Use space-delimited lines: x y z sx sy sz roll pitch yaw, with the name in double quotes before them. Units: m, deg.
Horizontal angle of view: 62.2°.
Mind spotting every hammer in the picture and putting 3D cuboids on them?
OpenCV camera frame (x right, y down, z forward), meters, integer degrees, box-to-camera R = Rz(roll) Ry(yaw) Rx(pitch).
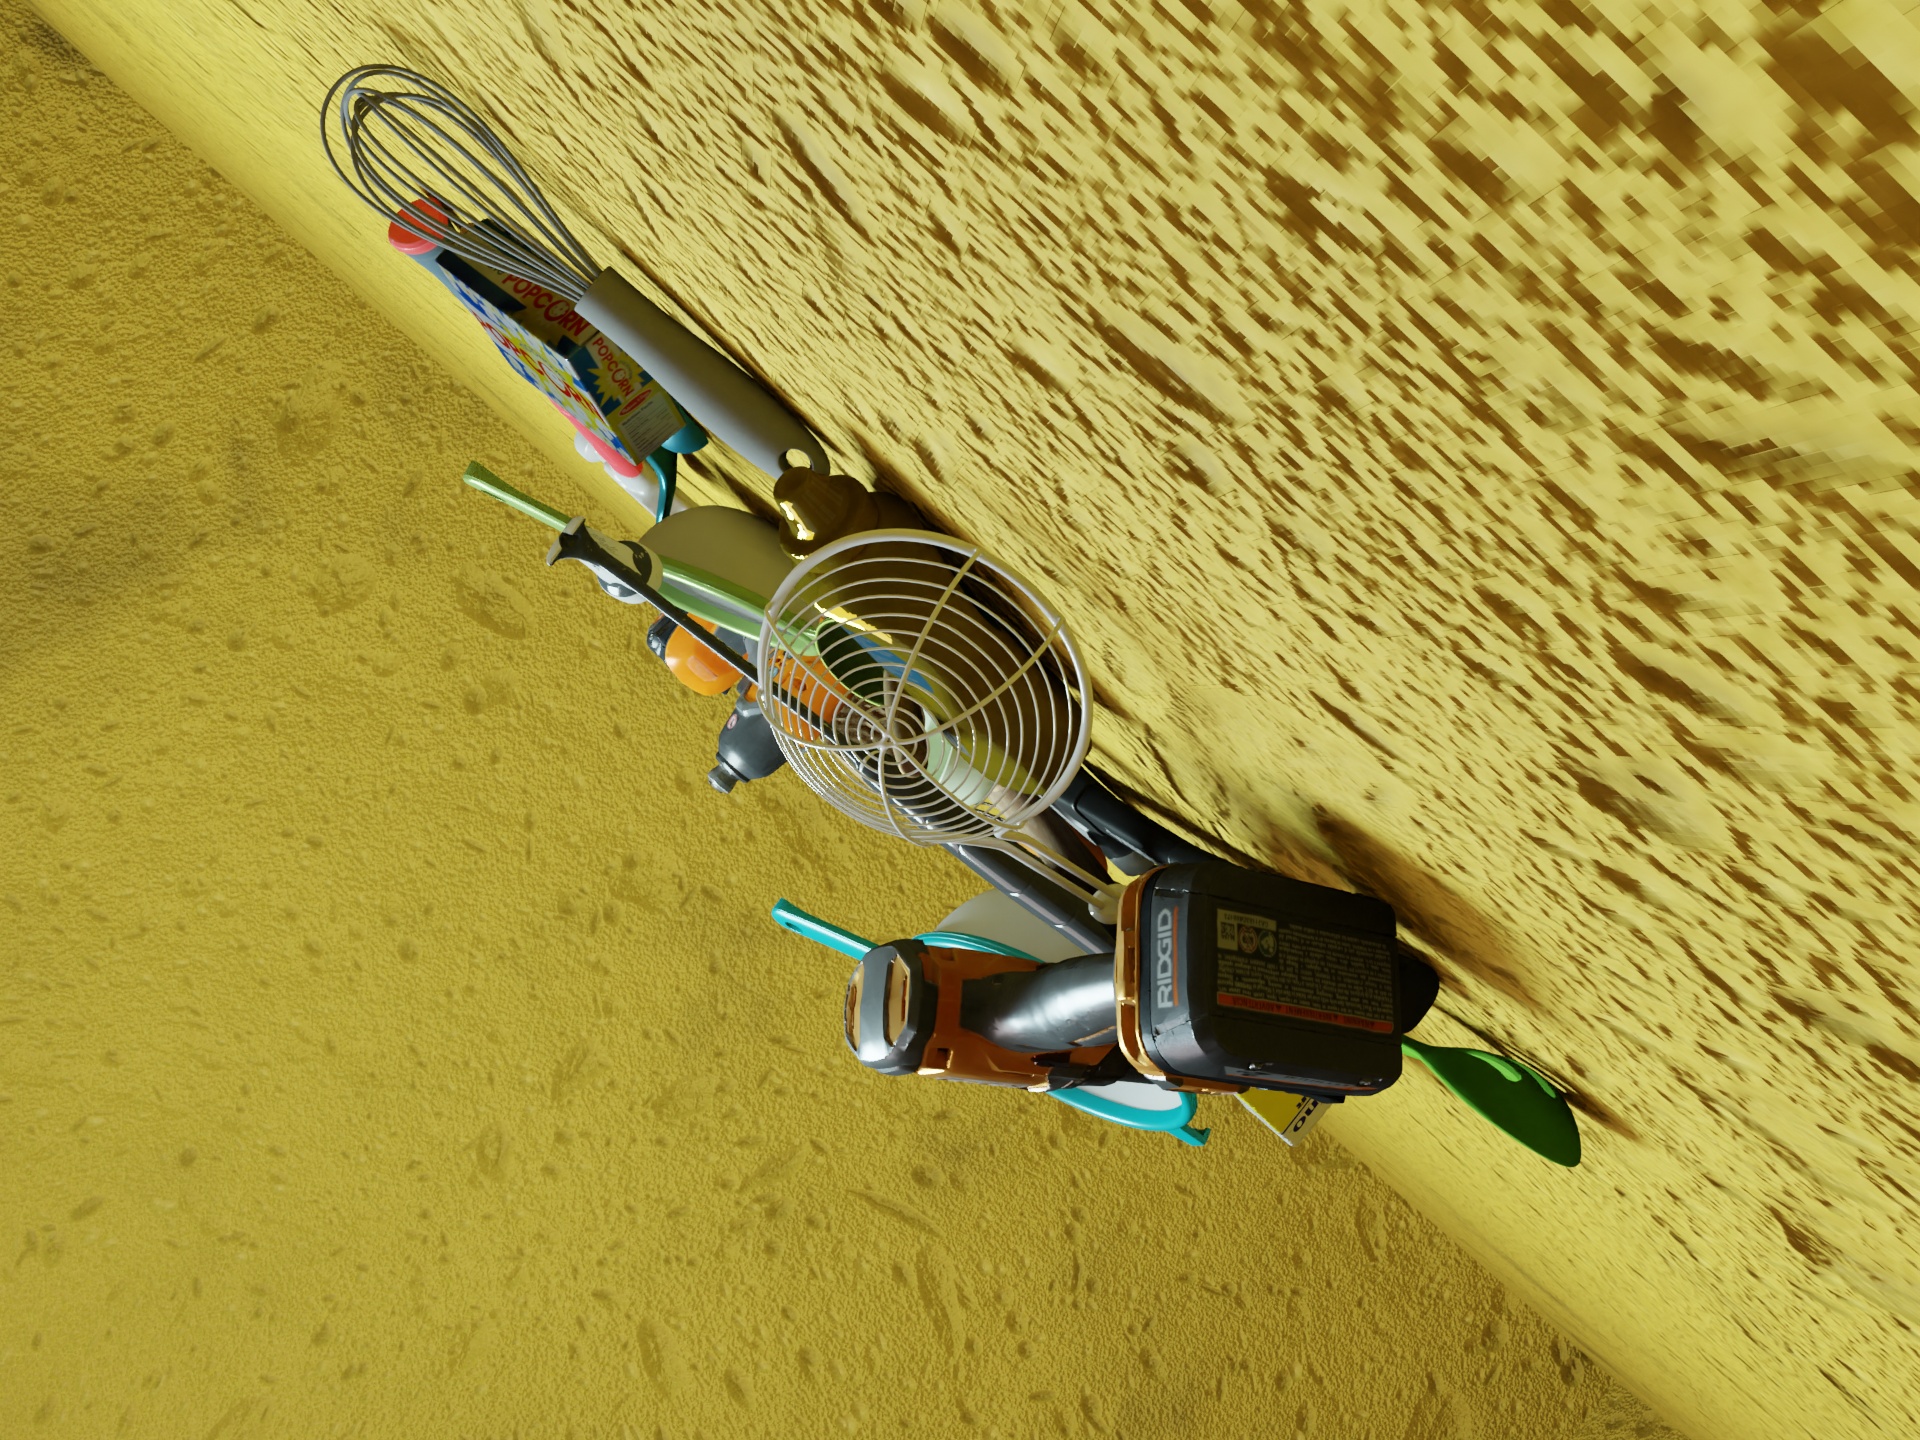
"hammer" 0.100 0.128 1.085 0.130 0.031 0.331 0 143 38
"hammer" 0.122 0.075 0.810 0.146 0.035 0.335 42 175 -26
"hammer" -0.060 0.014 0.868 0.409 0.036 0.149 36 180 10
"hammer" -0.270 -0.227 1.084 0.143 0.038 0.386 42 175 16

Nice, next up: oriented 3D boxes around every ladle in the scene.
"ladle" -0.041 -0.010 0.839 0.078 0.062 0.320 42 -173 -12

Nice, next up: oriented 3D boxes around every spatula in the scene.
"spatula" -0.236 -0.202 1.008 0.044 0.082 0.317 1 156 18

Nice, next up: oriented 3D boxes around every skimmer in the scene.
"skimmer" 0.043 0.037 0.689 0.363 0.127 0.090 38 -136 -56

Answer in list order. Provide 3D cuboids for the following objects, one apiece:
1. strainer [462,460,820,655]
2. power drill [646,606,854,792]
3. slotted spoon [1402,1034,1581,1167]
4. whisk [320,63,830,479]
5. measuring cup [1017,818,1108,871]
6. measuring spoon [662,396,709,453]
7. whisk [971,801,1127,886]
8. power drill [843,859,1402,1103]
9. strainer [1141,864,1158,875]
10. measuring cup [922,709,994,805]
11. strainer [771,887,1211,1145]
"strainer" -0.193 -0.124 1.044 0.256 0.069 0.151 27 172 -22
"power drill" -0.162 -0.041 1.225 0.084 0.164 0.227 43 177 -35
"slotted spoon" 0.177 0.139 0.796 0.070 0.031 0.314 20 -179 -35
"whisk" -0.148 -0.170 0.637 0.238 0.055 0.055 38 176 -15
"measuring cup" 0.079 0.127 1.213 0.095 0.052 0.174 38 -161 -24
"measuring spoon" -0.172 -0.178 0.886 0.042 0.021 0.128 40 175 10
"whisk" 0.095 0.122 1.158 0.246 0.057 0.059 24 -148 11
"power drill" 0.083 0.125 0.685 0.185 0.084 0.226 15 157 -33
"strainer" 0.182 0.154 1.060 0.087 0.050 0.258 17 165 40
"measuring cup" -0.002 -0.003 0.996 0.038 0.083 0.168 15 -160 -13
"strainer" 0.023 0.154 1.068 0.340 0.095 0.210 18 151 33
